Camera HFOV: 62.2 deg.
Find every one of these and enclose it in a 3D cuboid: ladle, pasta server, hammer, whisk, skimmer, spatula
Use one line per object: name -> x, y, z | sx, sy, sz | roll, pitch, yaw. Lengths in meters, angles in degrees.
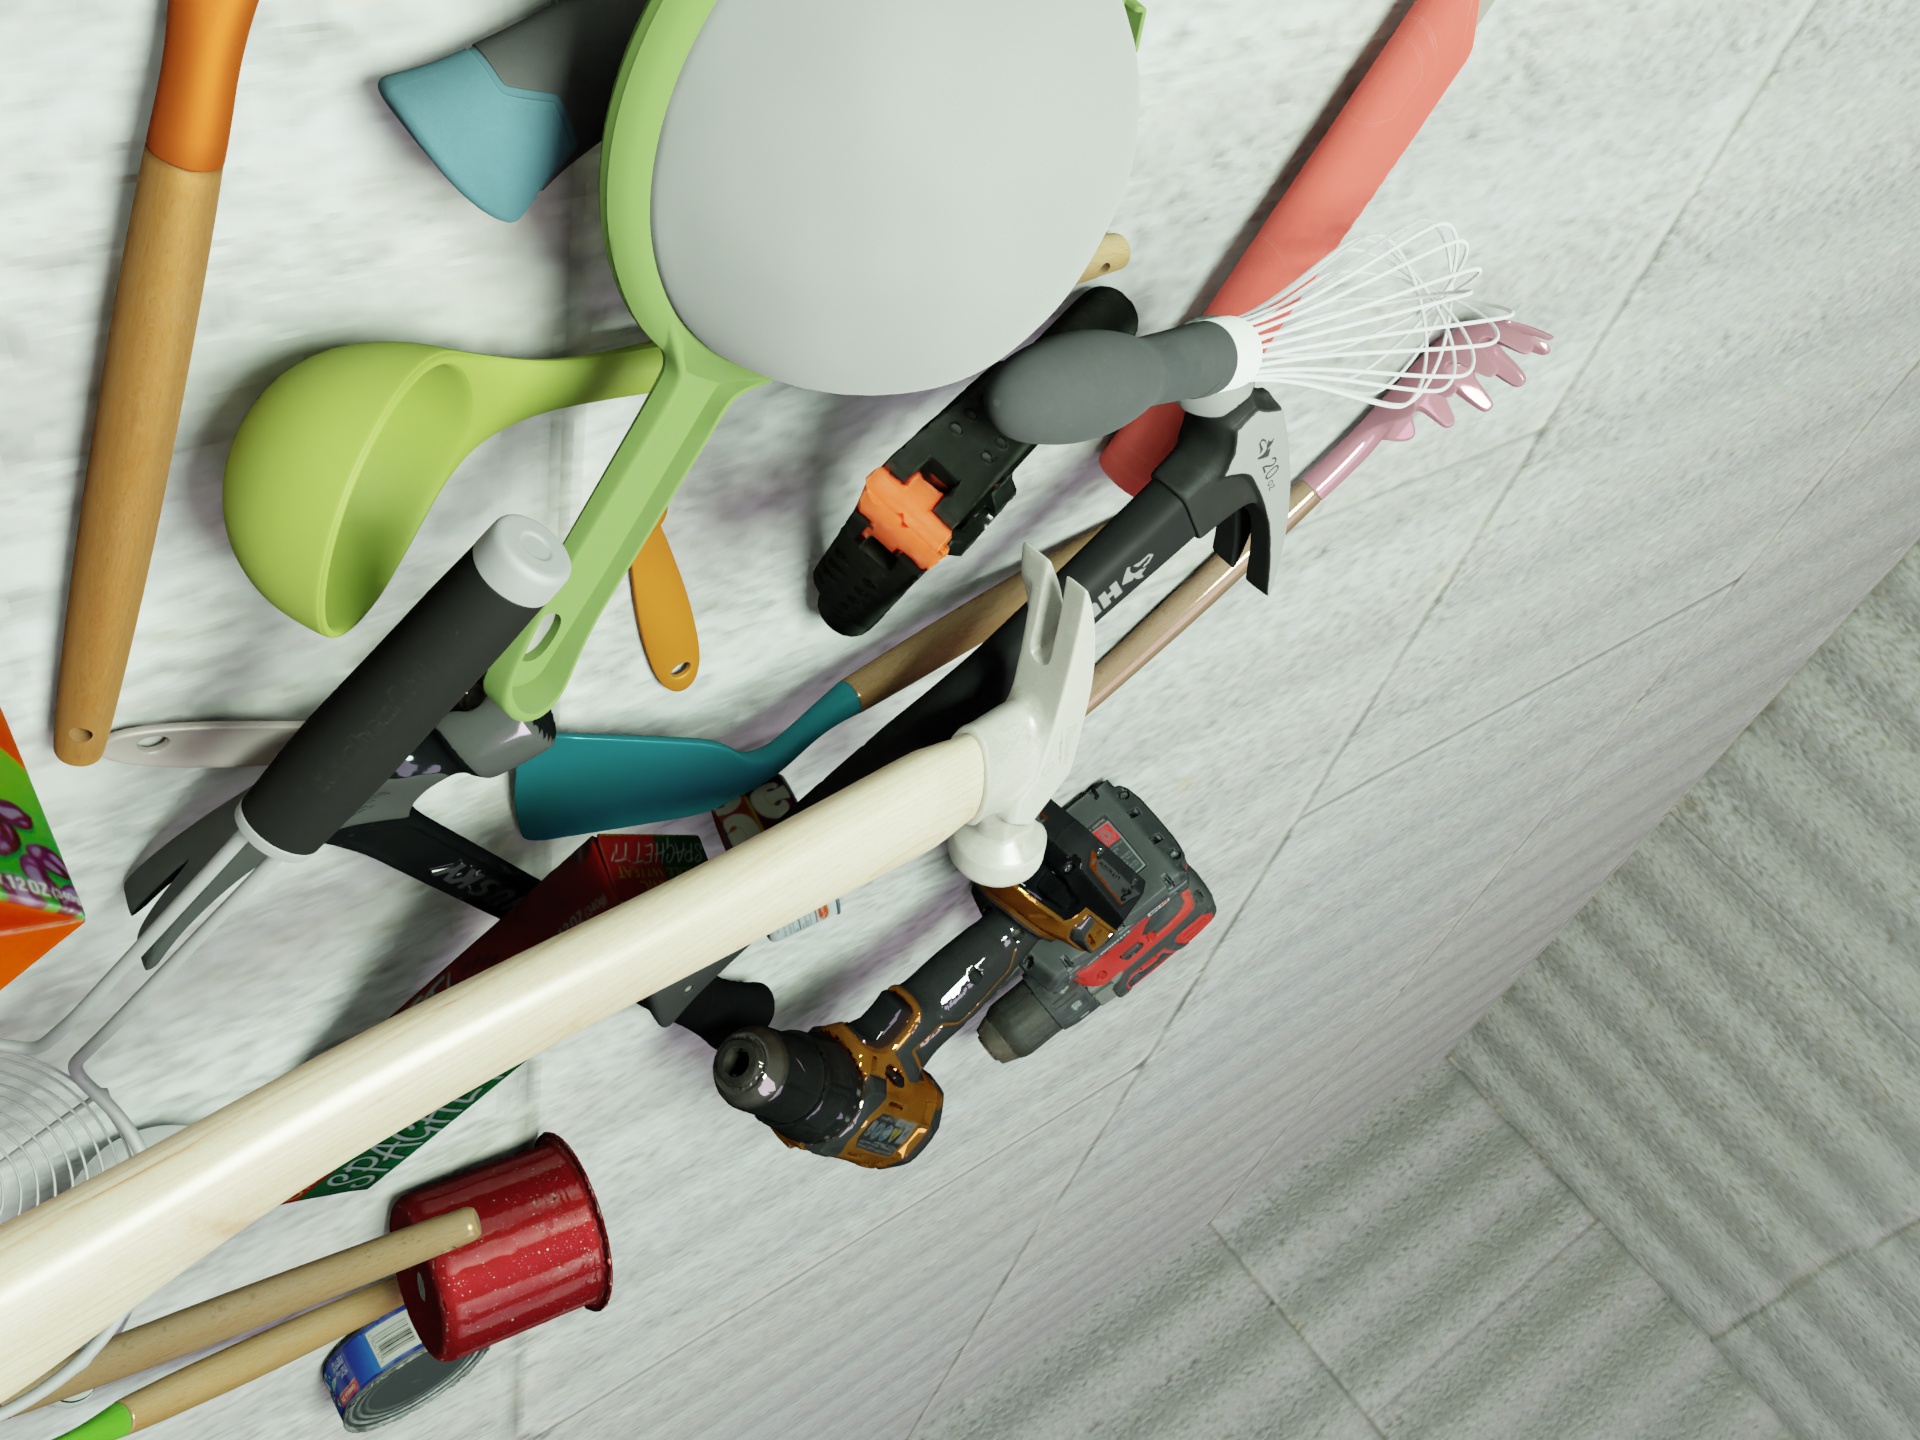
ladle -> -0.057, -0.102, 0.470 | 0.320, 0.062, 0.078 | -25, 160, -35
pasta server -> 0.161, -0.092, 0.801 | 0.316, 0.040, 0.060 | -43, 165, 8
hammer -> 0.010, -0.217, 0.399 | 0.331, 0.033, 0.128 | -34, 155, -12
hammer -> -0.159, 0.090, 0.649 | 0.149, 0.036, 0.408 | -27, 157, 1
hammer -> -0.117, 0.073, 0.482 | 0.410, 0.038, 0.146 | -27, 144, -33
hammer -> -0.001, -0.002, 0.622 | 0.335, 0.035, 0.146 | -43, 149, -2
whisk -> 0.102, -0.122, 0.513 | 0.284, 0.070, 0.070 | -24, 151, -46
hammer -> 0.154, -0.229, 0.572 | 0.149, 0.037, 0.359 | -5, 137, -50
skimmer -> -0.226, 0.082, 0.433 | 0.127, 0.090, 0.363 | 38, 117, -24
spatula -> -0.032, -0.030, 0.654 | 0.317, 0.044, 0.082 | -32, 161, -29
spatula -> -0.171, -0.095, 0.340 | 0.081, 0.041, 0.322 | 10, 131, -28

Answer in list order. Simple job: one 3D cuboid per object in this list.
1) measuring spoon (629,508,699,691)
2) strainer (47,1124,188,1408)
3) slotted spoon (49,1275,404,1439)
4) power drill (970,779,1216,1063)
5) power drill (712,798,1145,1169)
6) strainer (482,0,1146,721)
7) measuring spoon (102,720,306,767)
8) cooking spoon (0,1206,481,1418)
measuring spoon -> -0.103, -0.041, 0.554 | 0.021, 0.011, 0.116 | -31, 154, -18
strainer -> -0.335, 0.220, 0.631 | 0.087, 0.050, 0.258 | -13, 150, -48
slotted spoon -> -0.354, 0.302, 0.711 | 0.070, 0.031, 0.313 | -36, 167, 21
power drill -> 0.074, 0.141, 1.018 | 0.188, 0.080, 0.226 | -39, 158, -2
power drill -> -0.019, 0.132, 0.829 | 0.226, 0.084, 0.185 | -50, 148, -1
strainer -> -0.036, -0.090, 0.393 | 0.256, 0.069, 0.151 | -55, 157, 15
measuring spoon -> -0.200, 0.001, 0.493 | 0.124, 0.018, 0.034 | -2, 145, -43
cooking spoon -> -0.347, 0.256, 0.624 | 0.319, 0.017, 0.068 | -19, 152, -12
